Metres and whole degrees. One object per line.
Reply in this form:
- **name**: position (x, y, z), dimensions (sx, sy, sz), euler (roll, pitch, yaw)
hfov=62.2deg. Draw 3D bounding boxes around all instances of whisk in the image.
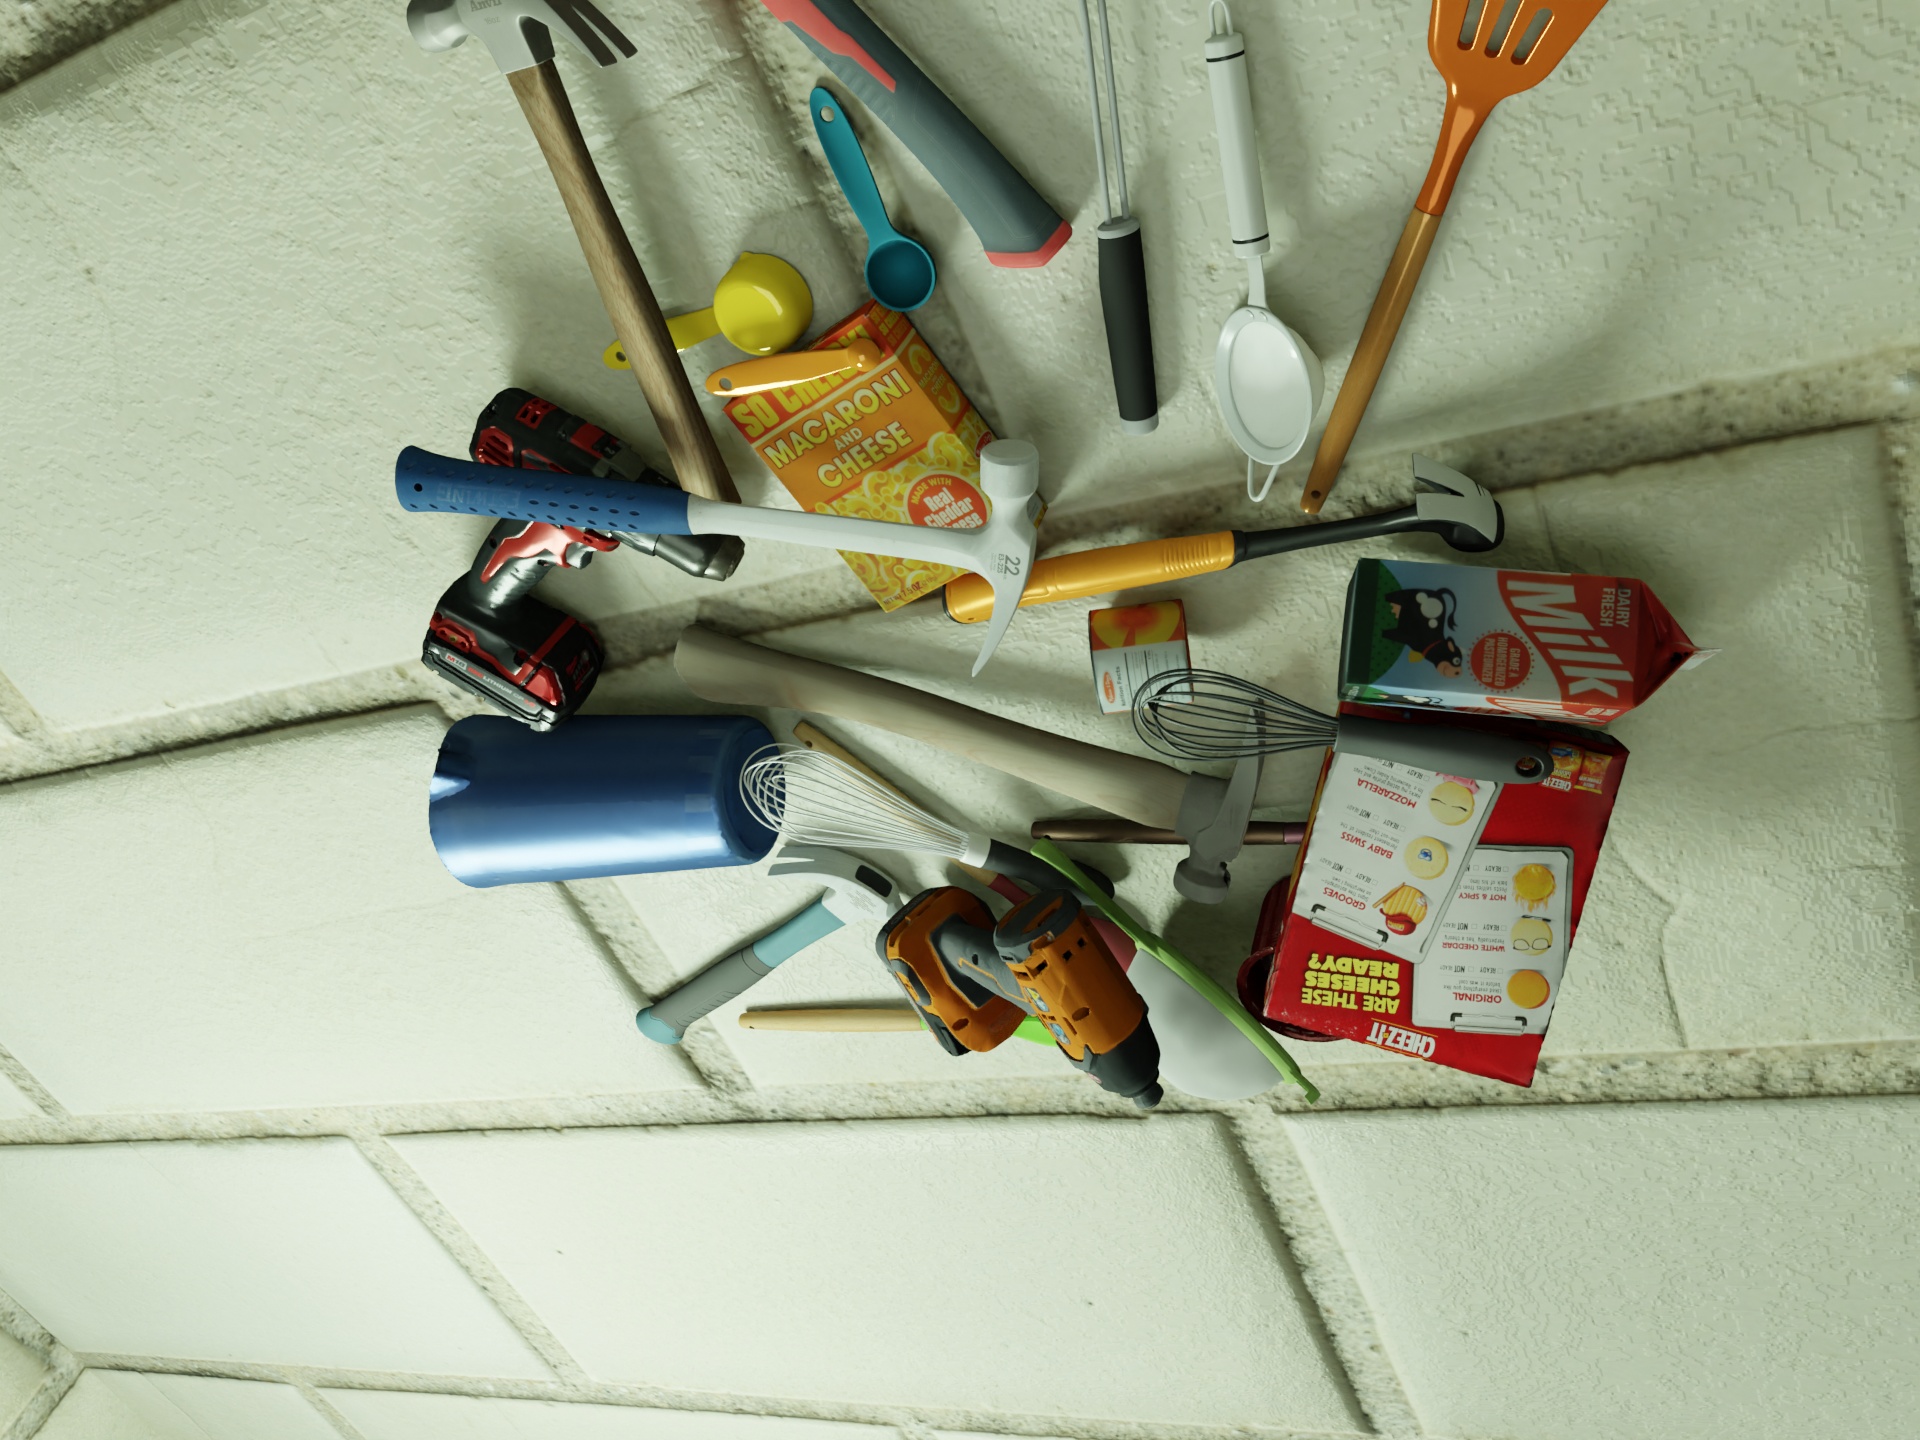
- **whisk**: position (-0.020, 0.082, 1.122), dimensions (0.284, 0.070, 0.070), euler (20, 133, -13)
- **whisk**: position (0.217, 0.010, 0.910), dimensions (0.239, 0.055, 0.055), euler (9, 130, 8)

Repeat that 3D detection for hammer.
- **hammer**: position (-0.078, -0.386, 0.805), dimensions (0.386, 0.038, 0.143), euler (42, 128, -13)
- **hammer**: position (-0.167, 0.199, 1.311), dimensions (0.128, 0.033, 0.331), euler (42, 130, -15)
- **hammer**: position (-0.002, -0.003, 1.073), dimensions (0.411, 0.038, 0.146), euler (17, 115, 12)
- **hammer**: position (0.131, -0.096, 0.924), dimensions (0.337, 0.127, 0.034), euler (-7, 83, 32)
- **hammer**: position (-0.154, -0.119, 0.973), dimensions (0.405, 0.035, 0.144), euler (8, 122, 11)
- **hammer**: position (-0.201, -0.267, 0.929), dimensions (0.130, 0.031, 0.331), euler (3, 127, 35)

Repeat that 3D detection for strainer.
- **strainer**: position (0.126, 0.187, 1.110), dimensions (0.256, 0.069, 0.151), euler (44, 174, -14)
- **strainer**: position (0.155, -0.241, 0.829), dimensions (0.087, 0.050, 0.258), euler (37, 147, 56)

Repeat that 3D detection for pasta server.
- **pasta server**: position (0.195, 0.071, 1.075), dimensions (0.316, 0.040, 0.060), euler (-2, 126, 27)

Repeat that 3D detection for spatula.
- **spatula**: position (0.227, -0.234, 0.806), dimensions (0.081, 0.041, 0.322), euler (19, 132, 6)

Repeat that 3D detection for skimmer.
- **skimmer**: position (0.080, -0.292, 0.783), dimensions (0.127, 0.090, 0.362), euler (-17, 128, -6)

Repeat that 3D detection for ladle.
- **ladle**: position (0.005, 0.099, 1.171), dimensions (0.315, 0.031, 0.069), euler (38, 133, -8)

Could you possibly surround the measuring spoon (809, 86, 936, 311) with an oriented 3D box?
- **measuring spoon**: position (-0.050, -0.292, 0.888), dimensions (0.042, 0.021, 0.128), euler (-17, 110, 25)

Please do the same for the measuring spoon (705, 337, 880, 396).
- **measuring spoon**: position (-0.100, -0.202, 0.922), dimensions (0.117, 0.011, 0.021), euler (-5, 124, 25)

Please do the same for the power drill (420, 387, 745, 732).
- **power drill**: position (-0.261, -0.097, 1.086), dimensions (0.188, 0.080, 0.226), euler (30, 129, -4)

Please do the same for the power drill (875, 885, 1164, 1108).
- **power drill**: position (0.046, 0.194, 1.114), dimensions (0.164, 0.084, 0.226), euler (57, 154, -14)

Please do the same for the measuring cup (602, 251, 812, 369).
- **measuring cup**: position (-0.161, -0.235, 0.963), dimensions (0.156, 0.029, 0.062), euler (-12, 122, 28)

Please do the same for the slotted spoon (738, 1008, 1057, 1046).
- **slotted spoon**: position (-0.053, 0.246, 1.309), dimensions (0.314, 0.031, 0.070), euler (-6, 139, 28)
